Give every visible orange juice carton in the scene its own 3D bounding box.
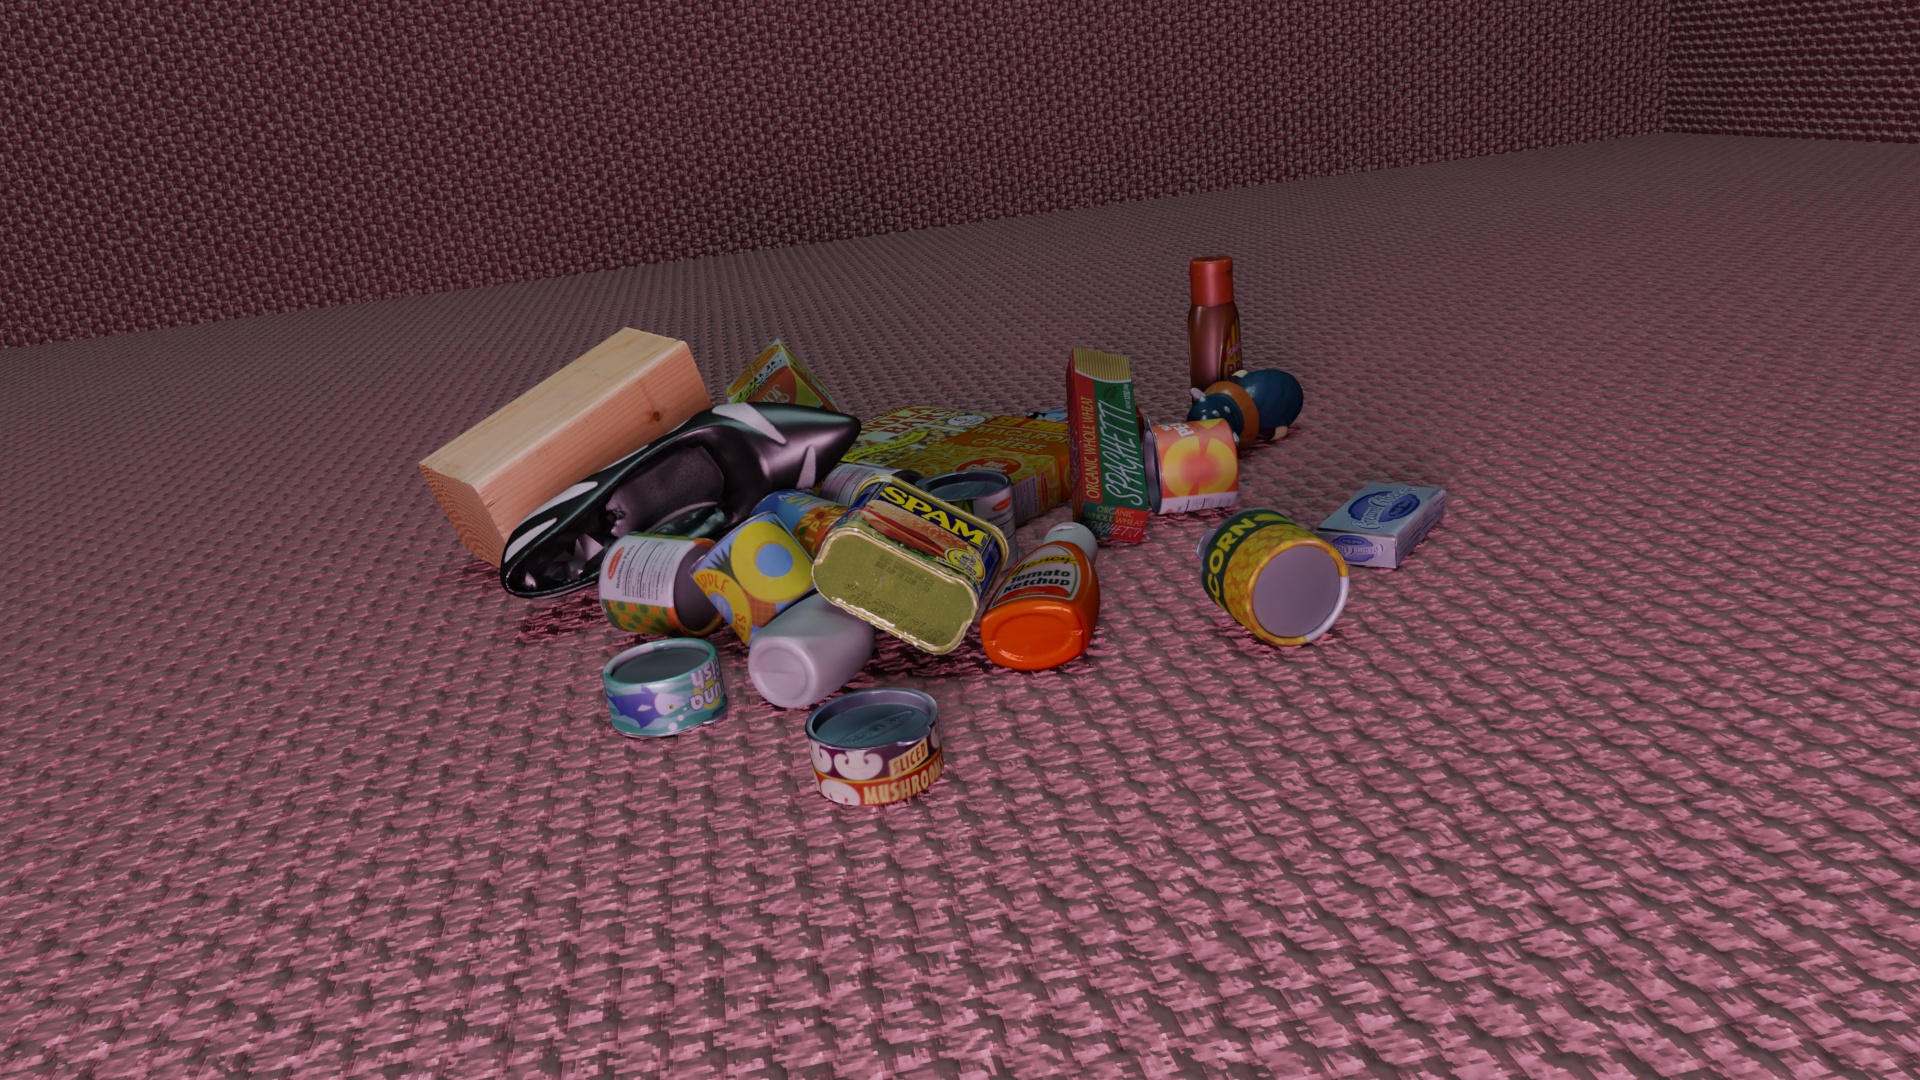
[{"bbox_3d":[-0.159,-0.119,1.262,0.072,0.073,0.193,-44,21,4],"label":"orange juice carton"}]

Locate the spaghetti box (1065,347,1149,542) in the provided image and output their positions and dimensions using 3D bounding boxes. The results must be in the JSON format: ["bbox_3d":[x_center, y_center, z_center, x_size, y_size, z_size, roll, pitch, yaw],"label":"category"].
[{"bbox_3d":[0.110,-0.079,1.066,0.050,0.028,0.251,10,33,-4],"label":"spaghetti box"}]

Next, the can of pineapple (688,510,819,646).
[{"bbox_3d":[-0.125,0.025,0.859,0.071,0.058,0.071,-39,-7,-6],"label":"can of pineapple"}]

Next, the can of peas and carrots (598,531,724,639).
[{"bbox_3d":[-0.188,0.030,0.897,0.059,0.070,0.071,4,22,28],"label":"can of peas and carrots"}]

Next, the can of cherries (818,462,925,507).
[{"bbox_3d":[-0.060,-0.019,0.999,0.058,0.071,0.072,9,24,41],"label":"can of cherries"}]

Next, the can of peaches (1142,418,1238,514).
[{"bbox_3d":[0.168,-0.057,1.019,0.058,0.071,0.071,-6,19,-1],"label":"can of peaches"}]

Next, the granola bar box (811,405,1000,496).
[{"bbox_3d":[-0.056,-0.075,1.190,0.124,0.039,0.166,10,25,39],"label":"granola bar box"}]

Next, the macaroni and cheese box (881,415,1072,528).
[{"bbox_3d":[0.030,-0.054,1.101,0.124,0.040,0.167,11,26,38],"label":"macaroni and cheese box"}]

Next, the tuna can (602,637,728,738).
[{"bbox_3d":[-0.165,0.082,0.785,0.071,0.032,0.071,-6,19,2],"label":"tuna can"}]

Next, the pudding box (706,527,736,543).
[{"bbox_3d":[-0.182,0.003,1.023,0.084,0.030,0.050,-4,20,7],"label":"pudding box"}]

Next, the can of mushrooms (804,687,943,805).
[{"bbox_3d":[-0.041,0.102,0.688,0.071,0.033,0.071,-5,18,2],"label":"can of mushrooms"}]

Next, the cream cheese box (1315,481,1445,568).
[{"bbox_3d":[0.281,-0.012,0.923,0.053,0.024,0.104,7,23,35],"label":"cream cheese box"}]

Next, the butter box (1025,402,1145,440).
[{"bbox_3d":[0.110,-0.102,1.237,0.103,0.024,0.053,-5,18,4],"label":"butter box"}]

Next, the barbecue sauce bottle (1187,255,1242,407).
[{"bbox_3d":[0.222,-0.172,1.213,0.043,0.148,0.065,4,21,29],"label":"barbecue sauce bottle"}]

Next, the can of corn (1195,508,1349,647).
[{"bbox_3d":[0.178,0.020,0.798,0.071,0.071,0.058,-11,20,-13],"label":"can of corn"}]

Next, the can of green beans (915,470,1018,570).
[{"bbox_3d":[0.005,-0.012,0.961,0.071,0.057,0.071,-6,19,2],"label":"can of green beans"}]

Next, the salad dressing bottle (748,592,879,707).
[{"bbox_3d":[-0.072,0.050,0.833,0.064,0.043,0.148,1,19,23],"label":"salad dressing bottle"}]

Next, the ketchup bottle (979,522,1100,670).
[{"bbox_3d":[0.056,0.030,0.848,0.064,0.043,0.149,-8,17,16],"label":"ketchup bottle"}]

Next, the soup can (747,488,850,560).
[{"bbox_3d":[-0.095,0.002,0.935,0.071,0.071,0.084,-22,25,-37],"label":"soup can"}]
